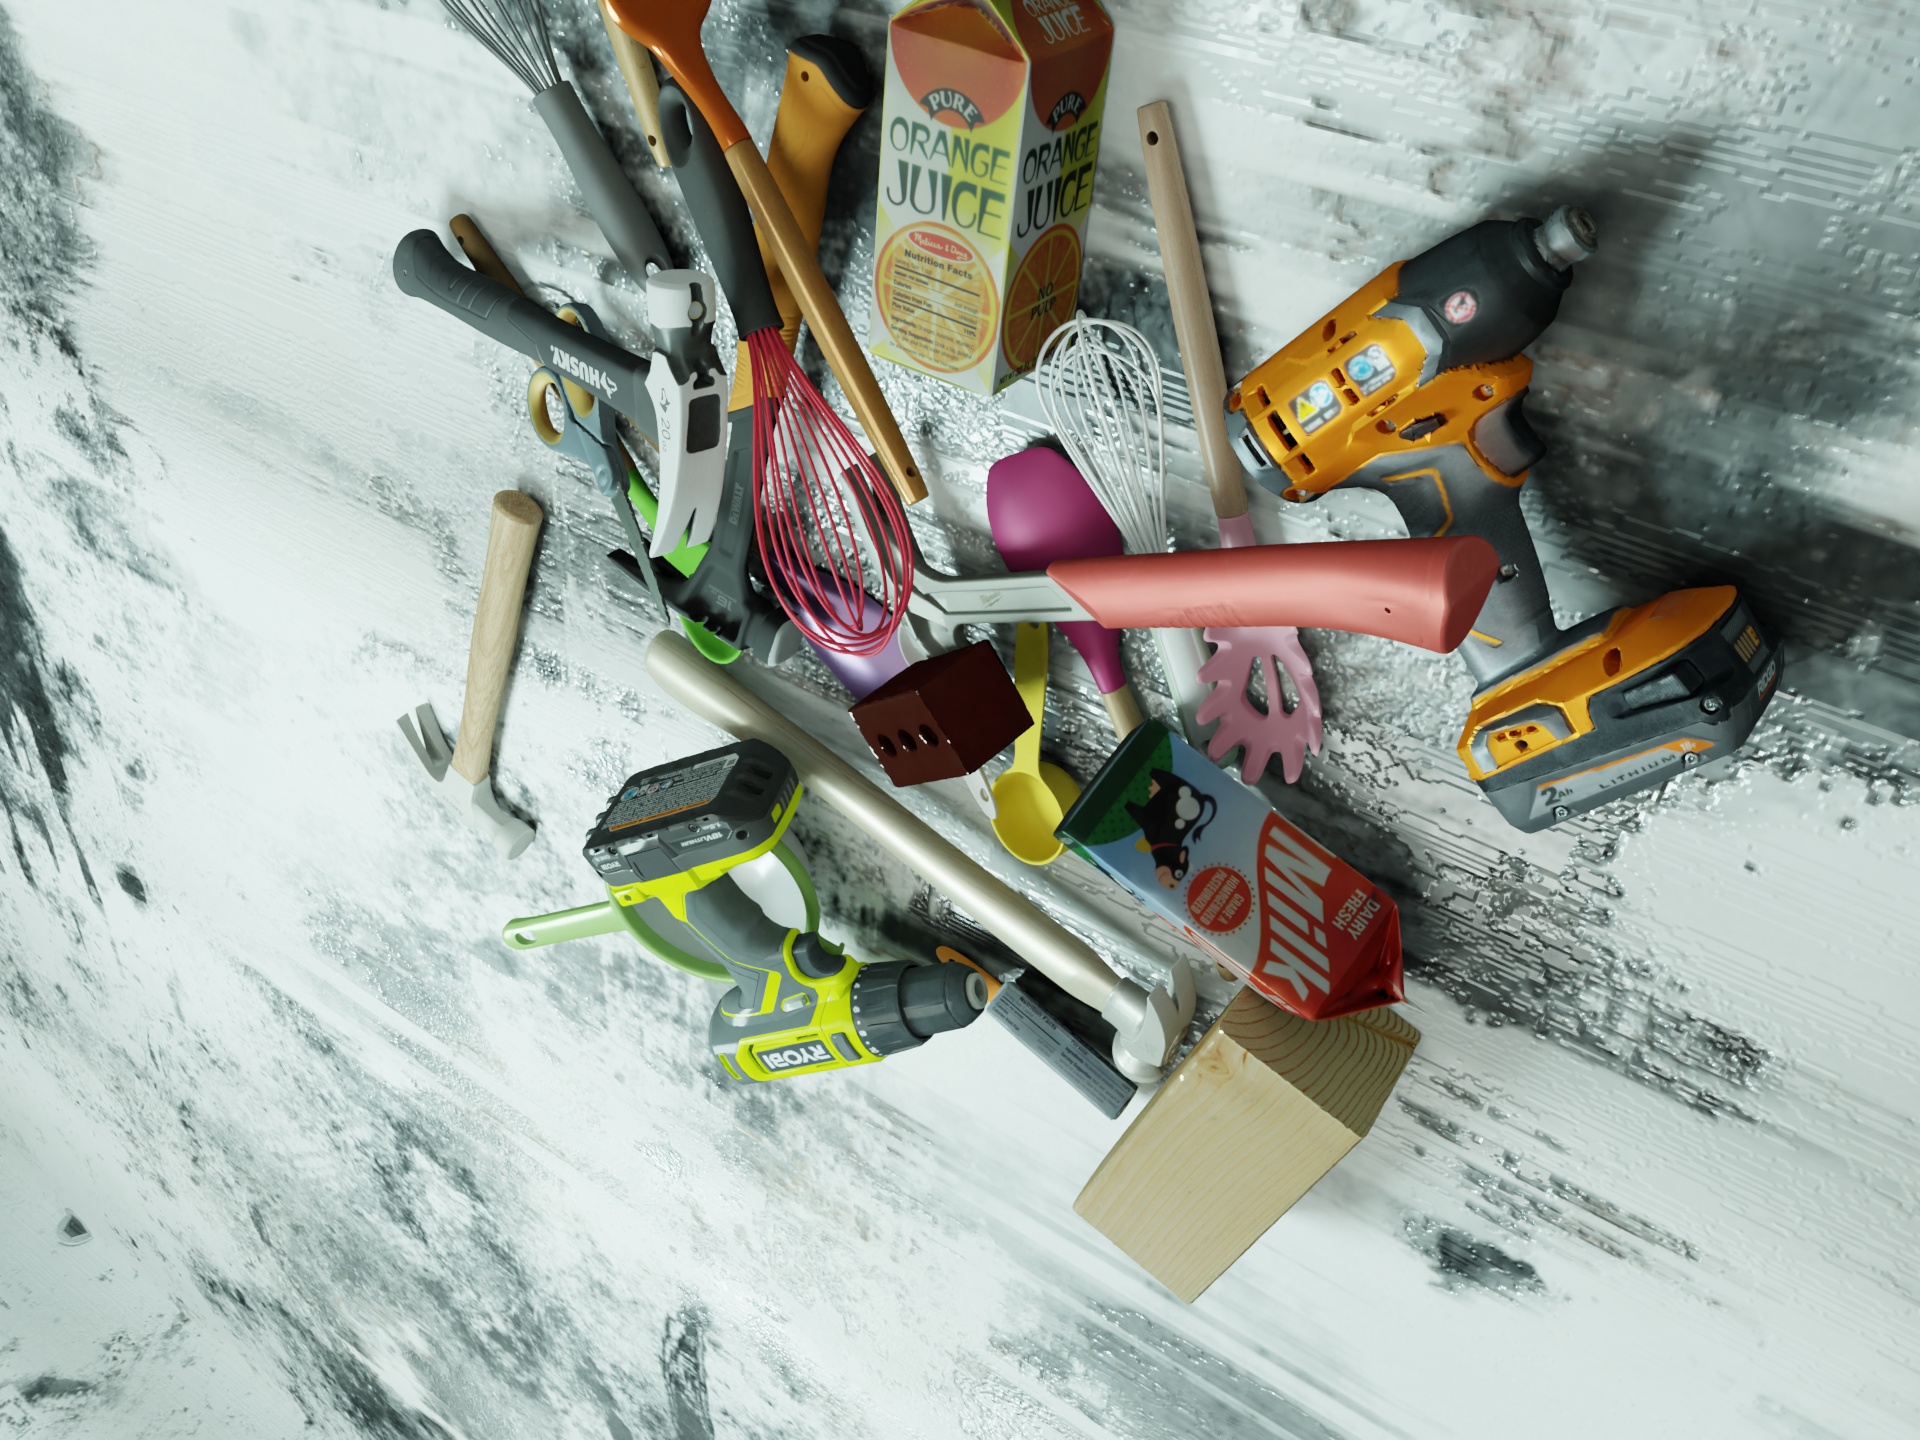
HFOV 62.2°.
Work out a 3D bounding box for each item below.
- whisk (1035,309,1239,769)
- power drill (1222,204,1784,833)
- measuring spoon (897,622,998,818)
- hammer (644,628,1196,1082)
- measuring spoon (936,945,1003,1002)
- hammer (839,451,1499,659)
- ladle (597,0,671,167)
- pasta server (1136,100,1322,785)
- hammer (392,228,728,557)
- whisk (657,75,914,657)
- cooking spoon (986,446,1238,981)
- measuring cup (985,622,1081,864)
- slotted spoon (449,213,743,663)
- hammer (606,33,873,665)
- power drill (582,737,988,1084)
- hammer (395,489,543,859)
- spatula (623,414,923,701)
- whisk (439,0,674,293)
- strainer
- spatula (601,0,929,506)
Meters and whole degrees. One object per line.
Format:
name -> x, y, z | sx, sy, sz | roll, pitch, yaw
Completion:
whisk -> 0.093, -0.080, 0.770 | 0.058, 0.059, 0.246 | -15, 115, 14
power drill -> 0.227, -0.083, 0.637 | 0.164, 0.084, 0.226 | -35, 90, 46
measuring spoon -> -0.001, -0.003, 0.903 | 0.034, 0.018, 0.124 | -21, 94, 61
hammer -> -0.036, 0.062, 0.947 | 0.411, 0.038, 0.146 | 36, 158, 19
measuring spoon -> 0.028, 0.185, 1.022 | 0.117, 0.011, 0.021 | 38, 135, 13
hammer -> 0.077, -0.067, 0.724 | 0.359, 0.037, 0.149 | 3, 123, 53
ladle -> -0.195, -0.431, 0.779 | 0.069, 0.031, 0.315 | 6, 123, 39
pasta server -> 0.118, -0.118, 0.729 | 0.060, 0.040, 0.316 | -4, 114, 26
hammer -> -0.230, -0.206, 0.875 | 0.335, 0.035, 0.146 | 33, 132, 40
whisk -> -0.090, -0.172, 0.779 | 0.073, 0.073, 0.296 | -15, 95, 43
cooking spoon -> 0.091, 0.005, 0.844 | 0.069, 0.017, 0.318 | -13, 110, 33
measuring cup -> 0.046, 0.004, 0.884 | 0.062, 0.029, 0.156 | 18, 116, 39
slotted spoon -> -0.217, -0.173, 0.969 | 0.070, 0.031, 0.314 | -30, 96, 46
hammer -> -0.110, -0.192, 0.844 | 0.127, 0.034, 0.336 | 31, 128, 17
power drill -> -0.106, 0.127, 0.981 | 0.190, 0.080, 0.228 | -16, 120, 27
hammer -> -0.347, -0.037, 1.160 | 0.130, 0.031, 0.331 | 38, 134, 12
spatula -> -0.128, -0.119, 0.940 | 0.316, 0.018, 0.059 | 47, 124, 3
whisk -> -0.221, -0.334, 0.851 | 0.055, 0.055, 0.238 | -15, 111, 43
strainer -> -0.203, 0.112, 1.090 | 0.256, 0.069, 0.151 | -14, 118, 26
spatula -> -0.089, -0.249, 0.741 | 0.041, 0.081, 0.322 | -16, 103, 60
